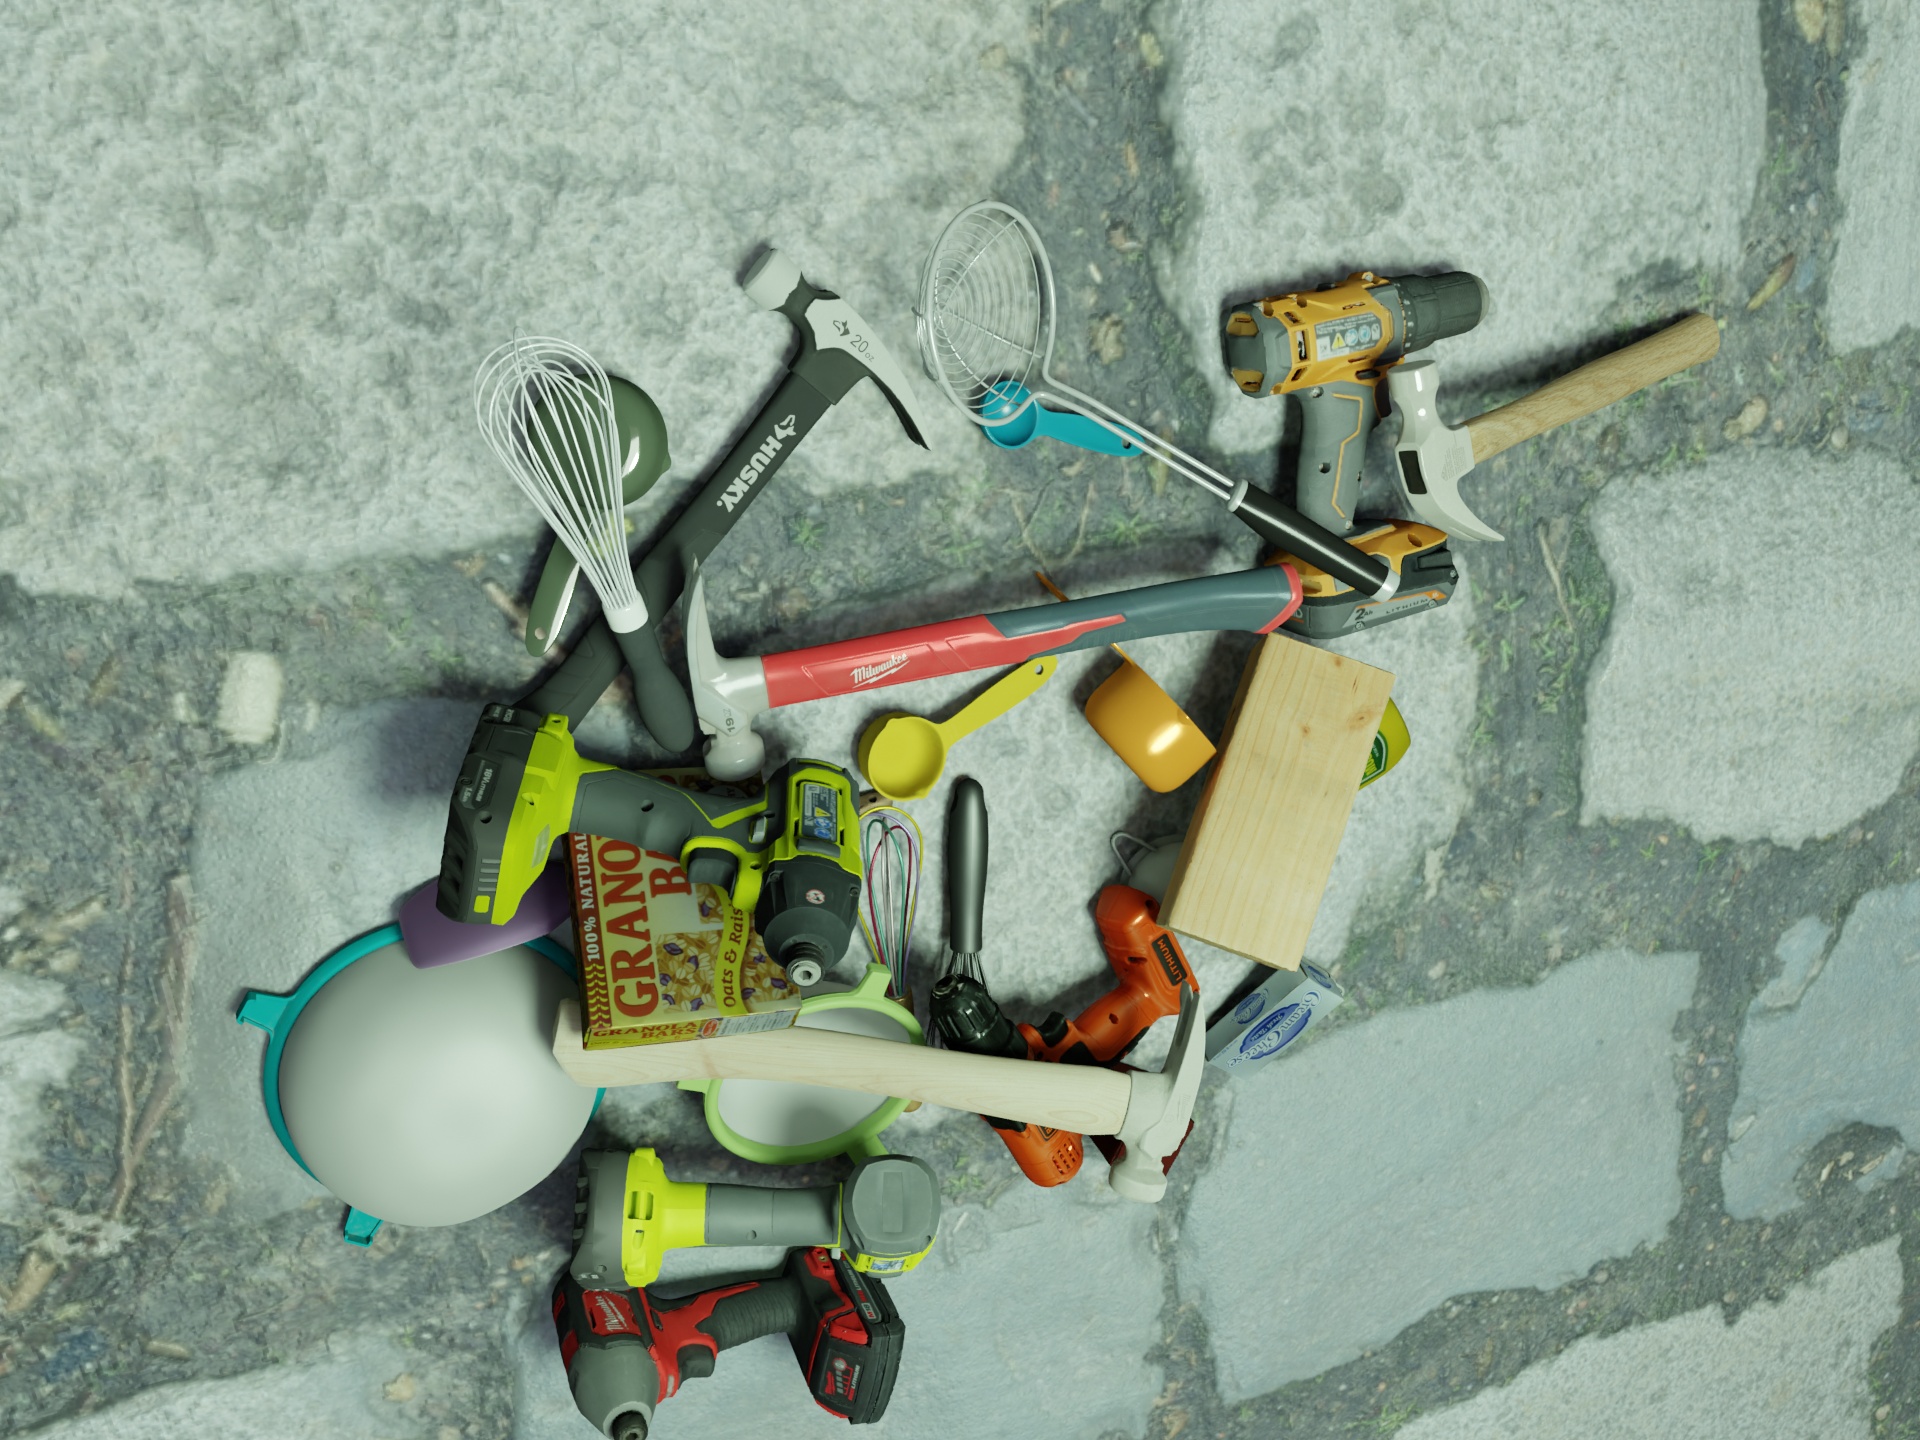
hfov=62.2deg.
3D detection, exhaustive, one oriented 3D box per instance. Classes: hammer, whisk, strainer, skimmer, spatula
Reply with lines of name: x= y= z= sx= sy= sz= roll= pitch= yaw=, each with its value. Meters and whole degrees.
hammer: x=0.025 y=-0.064 z=0.975 sx=0.386 sy=0.038 sz=0.143 roll=-11 pitch=123 yaw=-10
whisk: x=-0.193 y=-0.085 z=0.869 sx=0.070 sy=0.070 sz=0.284 roll=-24 pitch=133 yaw=-12
hammer: x=-0.043 y=0.208 z=0.992 sx=0.410 sy=0.038 sz=0.146 roll=11 pitch=99 yaw=-16
strainer: x=-0.086 y=0.256 z=1.095 sx=0.151 sy=0.069 sz=0.256 roll=-28 pitch=132 yaw=-4
hammer: x=-0.158 y=-0.103 z=0.949 sx=0.146 sy=0.035 sz=0.335 roll=37 pitch=92 yaw=-27
whisk: x=-0.042 y=0.166 z=1.084 sx=0.047 sy=0.051 sz=0.244 roll=-27 pitch=123 yaw=-38
skimmer: x=0.130 y=-0.176 z=0.960 sx=0.363 sy=0.090 sz=0.127 roll=29 pitch=69 yaw=-11
spatula: x=-0.191 y=0.088 z=1.004 sx=0.316 sy=0.060 sz=0.018 roll=-15 pitch=156 yaw=-20
whisk: x=0.004 y=0.154 z=1.100 sx=0.055 sy=0.055 sz=0.239 roll=-4 pitch=105 yaw=-20
strainer: x=-0.255 y=0.212 z=0.988 sx=0.340 sy=0.095 sz=0.210 roll=-19 pitch=114 yaw=-13
hammer: x=0.414 y=-0.217 z=1.084 sx=0.331 sy=0.031 sz=0.130 roll=-25 pitch=110 yaw=-29
strainer: x=0.207 y=0.155 z=1.181 sx=0.258 sy=0.050 sz=0.087 roll=33 pitch=110 yaw=-31

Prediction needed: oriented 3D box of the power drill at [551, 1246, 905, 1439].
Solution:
power drill: x=-0.157 y=0.423 z=1.076 sx=0.219 sy=0.143 sz=0.078 roll=5 pitch=109 yaw=-25

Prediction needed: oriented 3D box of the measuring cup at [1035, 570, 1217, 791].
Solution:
measuring cup: x=0.095 y=-0.022 z=1.060 sx=0.052 sy=0.095 sz=0.173 roll=-45 pitch=100 yaw=4

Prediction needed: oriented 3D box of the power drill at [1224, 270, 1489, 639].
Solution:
power drill: x=0.278 y=-0.186 z=1.067 sx=0.185 sy=0.084 sz=0.226 roll=-17 pitch=109 yaw=-17

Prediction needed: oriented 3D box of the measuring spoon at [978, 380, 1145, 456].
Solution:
measuring spoon: x=0.063 y=-0.186 z=1.018 sx=0.128 sy=0.021 sz=0.042 roll=6 pitch=91 yaw=-32

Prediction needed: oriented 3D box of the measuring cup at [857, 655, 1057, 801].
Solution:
measuring cup: x=-0.002 y=-0.003 z=1.056 sx=0.156 sy=0.029 sz=0.062 roll=-33 pitch=118 yaw=-21

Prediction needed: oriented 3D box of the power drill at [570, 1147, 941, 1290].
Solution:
power drill: x=-0.129 y=0.330 z=1.041 sx=0.228 sy=0.190 sz=0.080 roll=2 pitch=64 yaw=-5

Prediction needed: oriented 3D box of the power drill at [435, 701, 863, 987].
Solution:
power drill: x=-0.165 y=0.071 z=0.882 sx=0.223 sy=0.171 sz=0.080 roll=11 pitch=120 yaw=-11

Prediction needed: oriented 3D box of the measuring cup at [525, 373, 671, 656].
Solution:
measuring cup: x=-0.220 y=-0.114 z=0.896 sx=0.083 sy=0.038 sz=0.167 roll=19 pitch=95 yaw=0
